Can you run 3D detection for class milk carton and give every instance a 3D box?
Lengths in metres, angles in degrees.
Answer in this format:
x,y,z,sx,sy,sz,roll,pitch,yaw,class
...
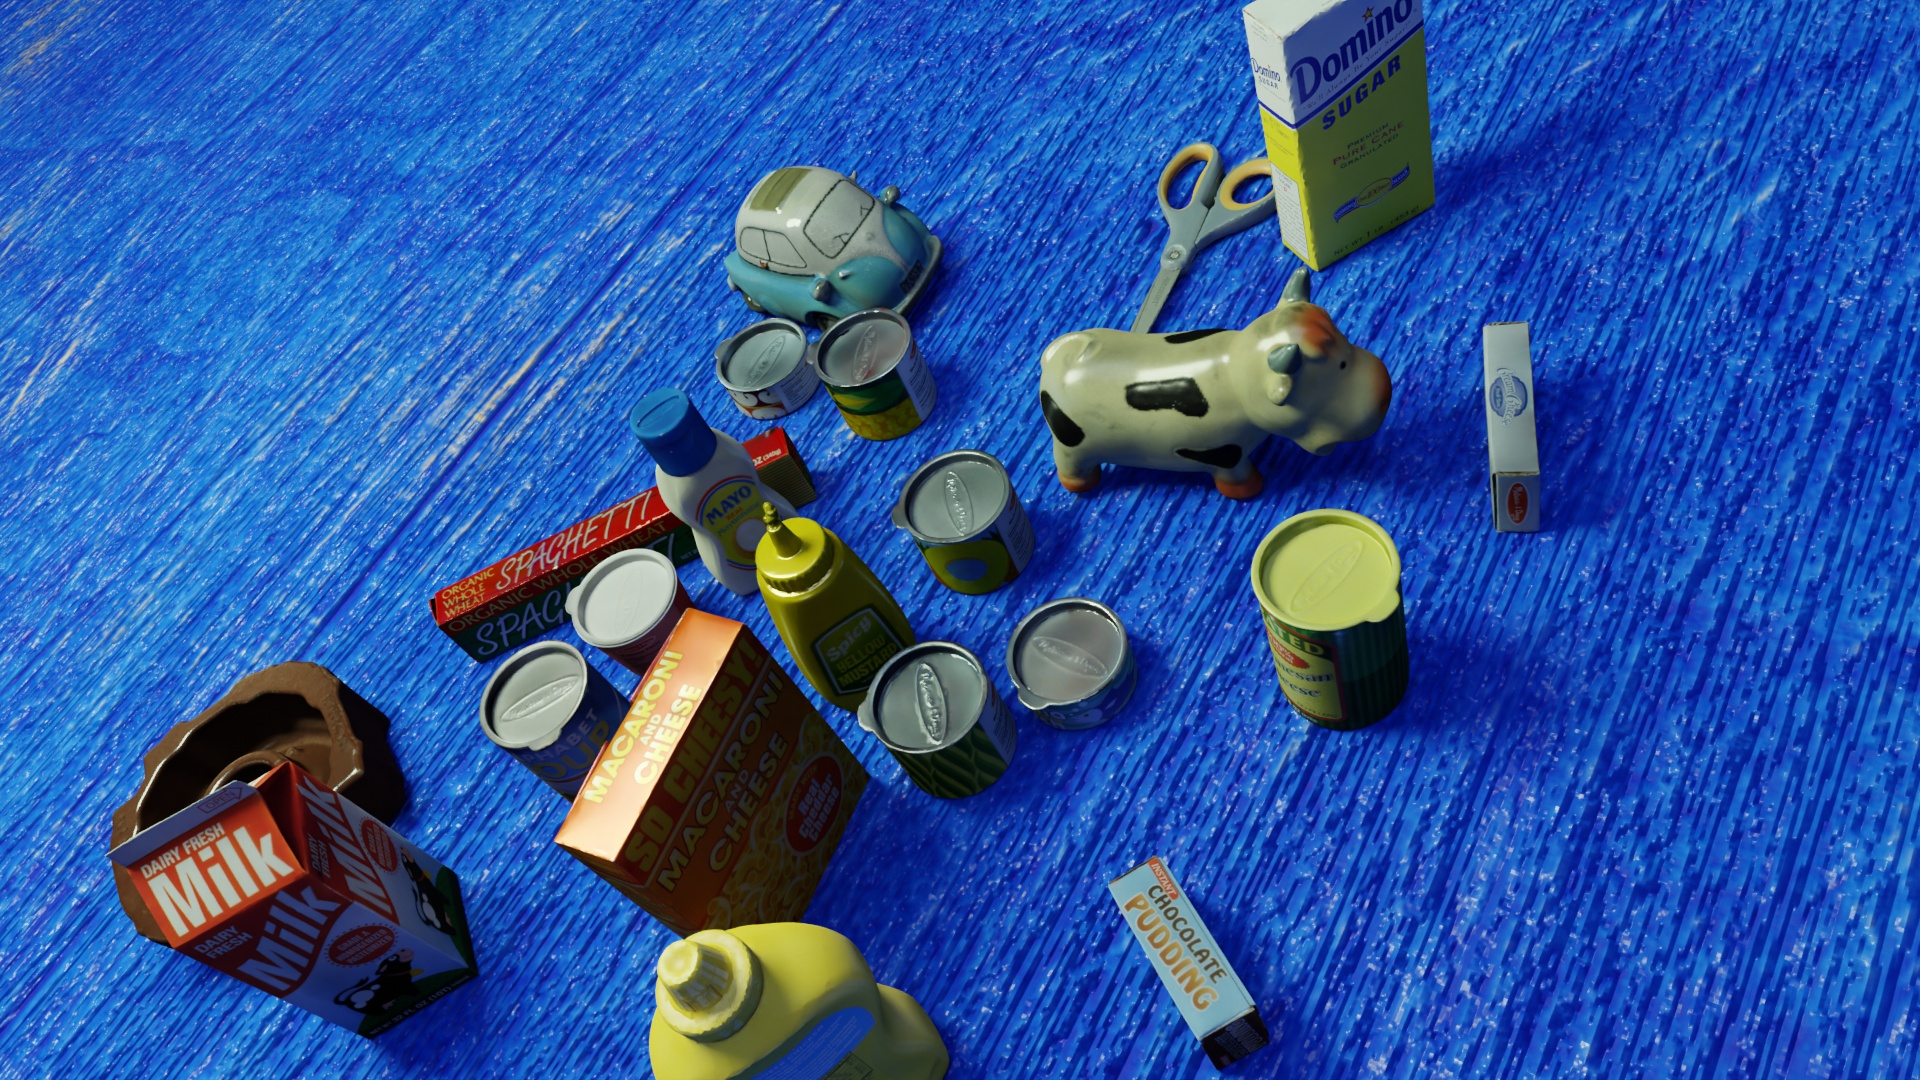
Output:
x,y,z,sx,sy,sz,roll,pitch,yaw,class
-0.335,0.180,0.710,0.072,0.189,0.074,-31,51,-2,milk carton

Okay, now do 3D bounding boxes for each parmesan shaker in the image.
x,y,z,sx,sy,sz,roll,pitch,yaw,class
0.183,0.042,0.670,0.071,0.102,0.071,-10,53,14,parmesan shaker

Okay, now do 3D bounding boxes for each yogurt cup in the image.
x,y,z,sx,sy,sz,roll,pitch,yaw,class
-0.192,0.047,0.841,0.072,0.053,0.073,-10,53,14,yogurt cup

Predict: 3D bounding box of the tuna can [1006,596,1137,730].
x,y,z,sx,sy,sz,roll,pitch,yaw,class
0.059,0.068,0.744,0.071,0.032,0.071,-10,53,14,tuna can

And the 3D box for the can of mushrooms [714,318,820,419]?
x,y,z,sx,sy,sz,roll,pitch,yaw,class
-0.133,-0.118,0.953,0.071,0.033,0.071,-10,53,14,can of mushrooms

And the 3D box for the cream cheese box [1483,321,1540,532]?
x,y,z,sx,sy,sz,roll,pitch,yaw,class
0.292,-0.060,0.736,0.024,0.053,0.104,-2,55,20,cream cheese box

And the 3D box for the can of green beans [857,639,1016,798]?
x,y,z,sx,sy,sz,roll,pitch,yaw,class
-0.009,0.095,0.734,0.071,0.057,0.071,-10,53,14,can of green beans

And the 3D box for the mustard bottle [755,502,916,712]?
x,y,z,sx,sy,sz,roll,pitch,yaw,class
-0.073,0.032,0.738,0.065,0.159,0.049,-36,51,-6,mustard bottle

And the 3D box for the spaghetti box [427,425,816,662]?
x,y,z,sx,sy,sz,roll,pitch,yaw,class
-0.213,0.004,0.883,0.250,0.050,0.029,-26,51,1,spaghetti box

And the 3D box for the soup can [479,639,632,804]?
x,y,z,sx,sy,sz,roll,pitch,yaw,class
-0.220,0.108,0.788,0.071,0.083,0.072,-10,53,14,soup can

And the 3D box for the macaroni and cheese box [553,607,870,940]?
x,y,z,sx,sy,sz,roll,pitch,yaw,class
-0.114,0.129,0.679,0.040,0.165,0.124,11,60,27,macaroni and cheese box

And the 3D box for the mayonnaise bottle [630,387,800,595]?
x,y,z,sx,sy,sz,roll,pitch,yaw,class
-0.144,-0.029,0.818,0.065,0.147,0.041,-39,51,-9,mayonnaise bottle

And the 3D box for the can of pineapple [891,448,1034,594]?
x,y,z,sx,sy,sz,roll,pitch,yaw,class
0.003,-0.010,0.806,0.071,0.057,0.071,-10,53,14,can of pineapple

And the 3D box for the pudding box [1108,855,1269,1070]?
x,y,z,sx,sy,sz,roll,pitch,yaw,class
0.103,0.190,0.627,0.030,0.049,0.084,-30,51,-2,pudding box

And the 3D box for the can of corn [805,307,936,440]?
x,y,z,sx,sy,sz,roll,pitch,yaw,class
-0.057,-0.107,0.900,0.071,0.058,0.071,-10,53,14,can of corn
